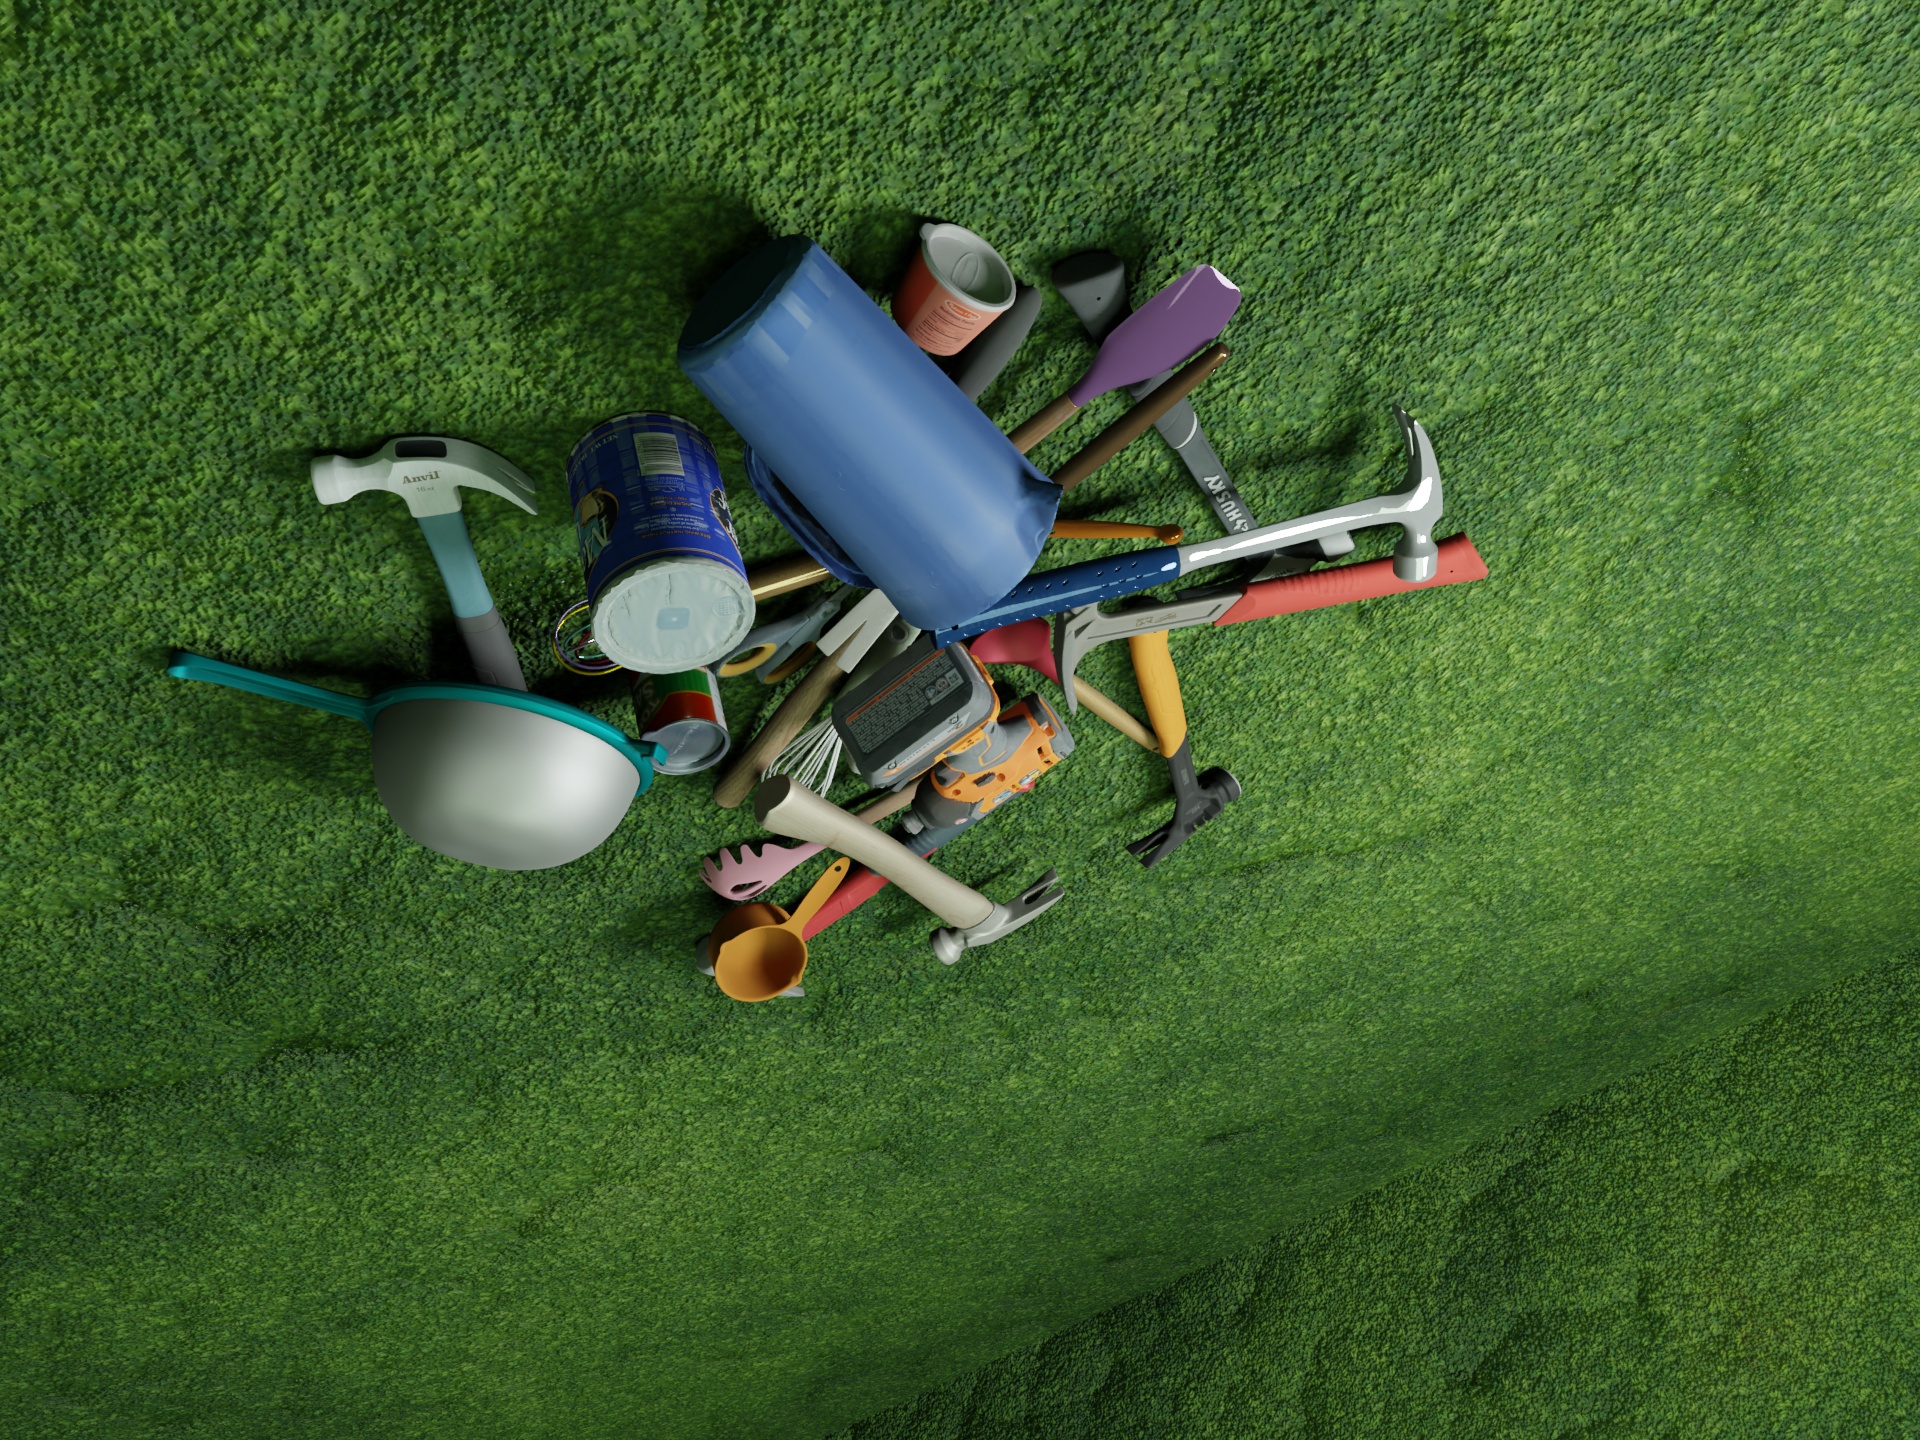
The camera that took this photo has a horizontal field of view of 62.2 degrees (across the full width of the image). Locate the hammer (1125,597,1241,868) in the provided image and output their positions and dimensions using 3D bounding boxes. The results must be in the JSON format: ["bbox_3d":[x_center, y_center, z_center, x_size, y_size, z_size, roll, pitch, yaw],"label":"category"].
[{"bbox_3d":[0.183,0.010,1.443,0.127,0.034,0.336,-37,143,-11],"label":"hammer"}]

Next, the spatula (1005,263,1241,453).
[{"bbox_3d":[0.061,-0.207,1.097,0.316,0.018,0.059,-33,137,33],"label":"spatula"}]

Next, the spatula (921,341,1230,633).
[{"bbox_3d":[0.080,-0.164,1.146,0.317,0.044,0.082,-36,170,39],"label":"spatula"}]

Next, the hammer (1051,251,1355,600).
[{"bbox_3d":[0.166,-0.202,1.176,0.149,0.036,0.408,-28,143,15],"label":"hammer"}]

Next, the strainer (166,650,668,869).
[{"bbox_3d":[-0.393,0.038,1.135,0.340,0.095,0.211,17,155,-22],"label":"strainer"}]

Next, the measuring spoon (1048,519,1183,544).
[{"bbox_3d":[0.112,-0.142,1.216,0.117,0.011,0.021,2,150,5],"label":"measuring spoon"}]

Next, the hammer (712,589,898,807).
[{"bbox_3d":[-0.117,-0.023,1.247,0.031,0.130,0.331,41,133,-3],"label":"hammer"}]

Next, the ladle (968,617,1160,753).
[{"bbox_3d":[0.103,-0.028,1.385,0.069,0.031,0.315,-29,145,22],"label":"ladle"}]

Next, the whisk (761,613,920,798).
[{"bbox_3d":[-0.099,-0.003,1.316,0.246,0.058,0.059,-52,175,33],"label":"whisk"}]

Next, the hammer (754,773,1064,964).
[{"bbox_3d":[-0.048,0.127,1.441,0.146,0.038,0.410,-32,147,13],"label":"hammer"}]

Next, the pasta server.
[{"bbox_3d":[-0.095,0.085,1.449,0.316,0.040,0.060,-29,143,7],"label":"pasta server"}]

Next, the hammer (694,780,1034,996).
[{"bbox_3d":[-0.075,0.155,1.538,0.386,0.038,0.143,-36,142,22],"label":"hammer"}]

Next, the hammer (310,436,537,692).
[{"bbox_3d":[-0.342,-0.071,1.122,0.128,0.033,0.330,-11,144,-9],"label":"hammer"}]

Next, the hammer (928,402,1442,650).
[{"bbox_3d":[0.170,-0.127,1.184,0.405,0.035,0.144,-15,125,-8],"label":"hammer"}]

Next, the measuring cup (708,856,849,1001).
[{"bbox_3d":[-0.165,0.181,1.479,0.095,0.052,0.173,33,101,-35],"label":"measuring cup"}]

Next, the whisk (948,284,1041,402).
[{"bbox_3d":[-0.019,-0.201,1.088,0.055,0.055,0.239,15,128,-38],"label":"whisk"}]

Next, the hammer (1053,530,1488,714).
[{"bbox_3d":[0.252,-0.093,1.290,0.359,0.037,0.149,-11,140,-8],"label":"hammer"}]

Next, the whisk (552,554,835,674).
[{"bbox_3d":[-0.179,-0.086,1.168,0.245,0.047,0.051,-18,143,-7],"label":"whisk"}]

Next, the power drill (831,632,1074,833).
[{"bbox_3d":[-0.013,0.024,1.288,0.164,0.084,0.226,-36,155,10],"label":"power drill"}]
